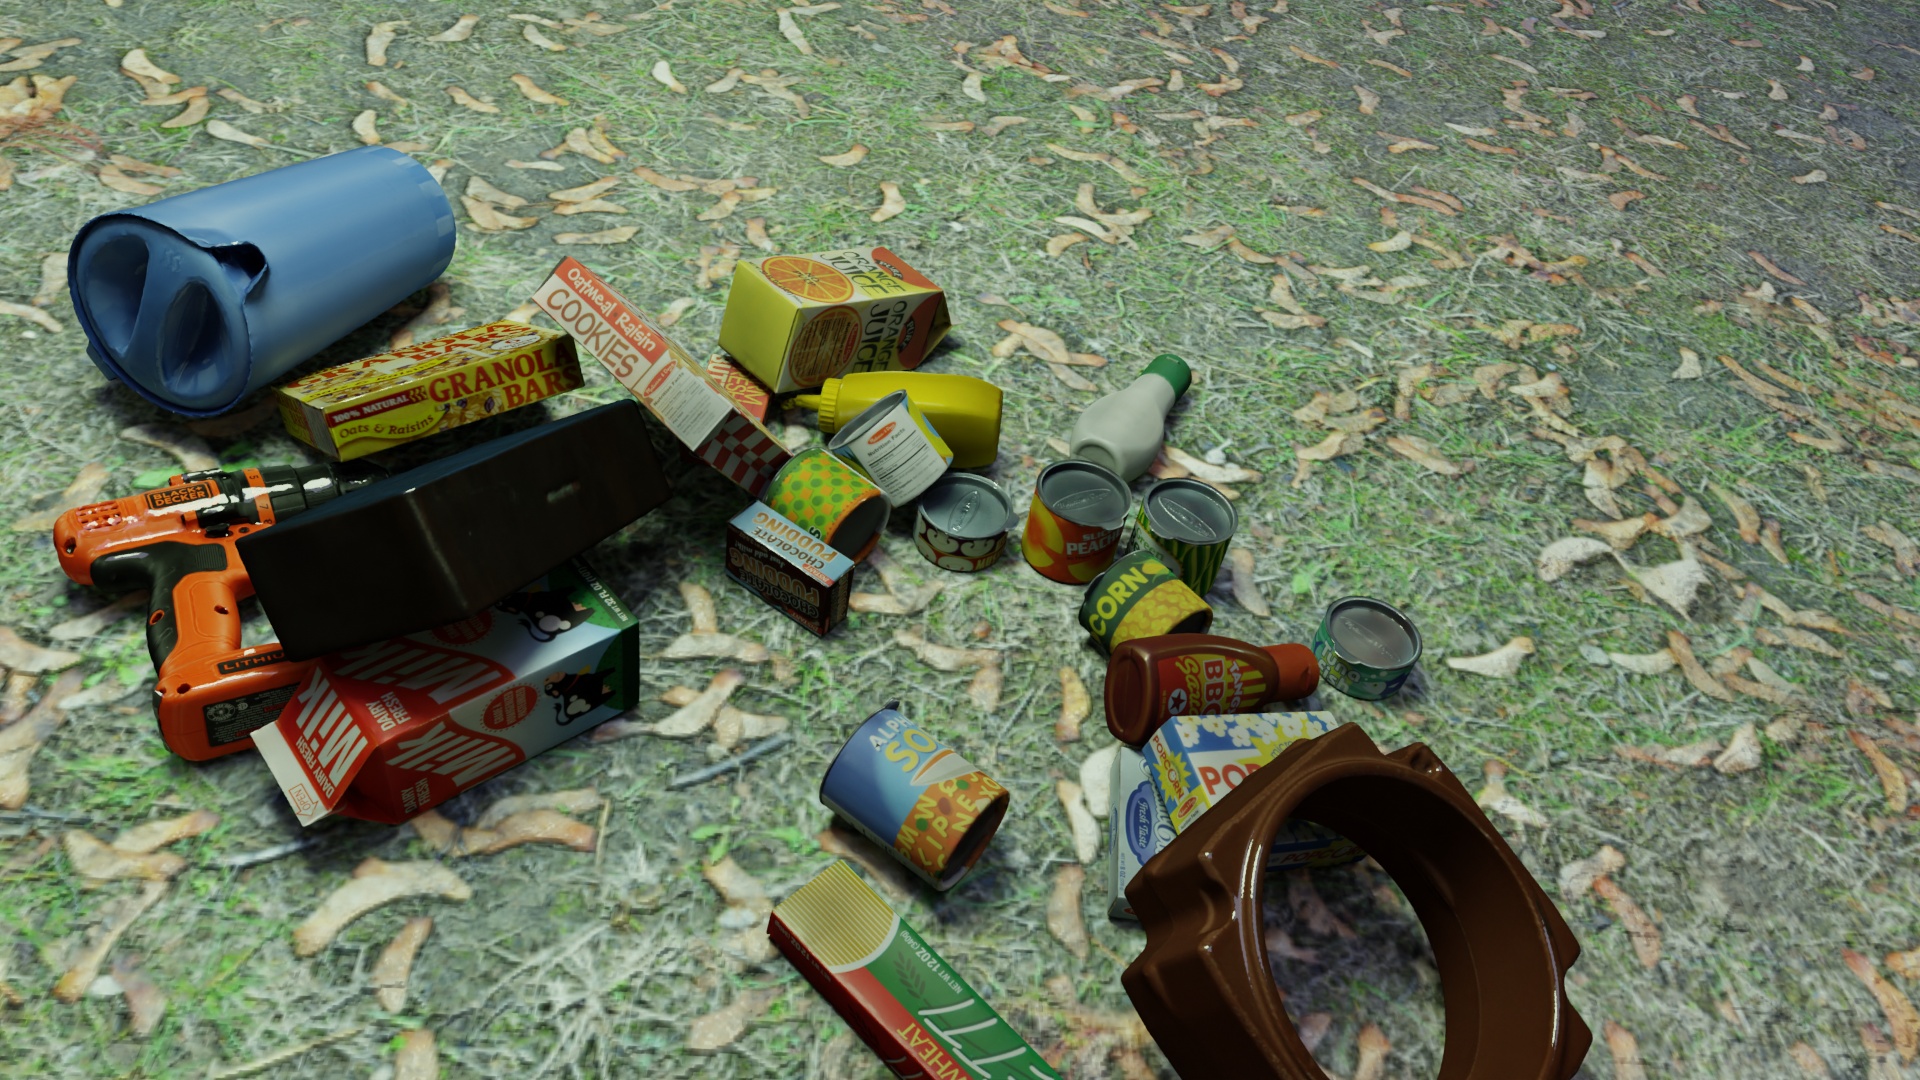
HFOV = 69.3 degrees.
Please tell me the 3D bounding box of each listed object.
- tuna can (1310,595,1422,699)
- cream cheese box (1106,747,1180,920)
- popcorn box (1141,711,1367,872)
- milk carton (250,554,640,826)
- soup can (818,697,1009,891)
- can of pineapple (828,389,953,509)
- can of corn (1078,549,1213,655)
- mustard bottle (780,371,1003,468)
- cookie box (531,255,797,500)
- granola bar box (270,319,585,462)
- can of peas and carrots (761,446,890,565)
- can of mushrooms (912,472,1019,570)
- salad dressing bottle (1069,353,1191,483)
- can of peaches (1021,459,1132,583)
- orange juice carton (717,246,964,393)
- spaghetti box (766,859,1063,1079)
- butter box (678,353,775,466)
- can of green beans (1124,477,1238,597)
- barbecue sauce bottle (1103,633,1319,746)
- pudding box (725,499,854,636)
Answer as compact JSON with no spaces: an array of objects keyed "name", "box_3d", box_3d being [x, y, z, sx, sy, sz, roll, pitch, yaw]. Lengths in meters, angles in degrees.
[{"name":"tuna can","box_3d":[0.268,0.072,0.924,0.071,0.032,0.071,7,43,-6]},{"name":"cream cheese box","box_3d":[0.113,0.169,0.793,0.053,0.024,0.104,11,43,-3]},{"name":"popcorn box","box_3d":[0.176,0.144,0.798,0.127,0.038,0.085,3,48,-30]},{"name":"milk carton","box_3d":[-0.275,0.085,0.755,0.191,0.073,0.072,-26,54,-33]},{"name":"soup can","box_3d":[-0.023,0.138,0.760,0.084,0.071,0.072,33,47,19]},{"name":"can of pineapple","box_3d":[-0.047,-0.062,0.950,0.057,0.071,0.071,53,43,-16]},{"name":"can of corn","box_3d":[0.118,0.049,0.887,0.071,0.070,0.058,-24,55,-33]},{"name":"mustard bottle","box_3d":[-0.050,-0.093,1.003,0.160,0.065,0.049,8,46,2]},{"name":"cookie box","box_3d":[-0.187,-0.103,0.904,0.168,0.122,0.040,42,90,22]},{"name":"granola bar box","box_3d":[-0.353,-0.103,0.924,0.166,0.039,0.124,-24,26,-33]},{"name":"can of peas and carrots","box_3d":[-0.090,-0.018,0.912,0.059,0.070,0.071,34,47,21]},{"name":"can of mushrooms","box_3d":[0.003,-0.012,0.950,0.071,0.033,0.071,7,43,-6]},{"name":"salad dressing bottle","box_3d":[0.134,-0.095,1.062,0.064,0.043,0.148,26,43,17]},{"name":"can of peaches","box_3d":[0.080,-0.011,0.950,0.071,0.057,0.071,7,43,-7]},{"name":"orange juice carton","box_3d":[-0.083,-0.172,1.054,0.072,0.072,0.193,40,36,27]},{"name":"spaghetti box","box_3d":[0.005,0.256,0.673,0.250,0.028,0.050,39,50,26]},{"name":"butter box","box_3d":[-0.166,-0.094,1.003,0.053,0.024,0.104,10,43,-2]},{"name":"can of green beans","box_3d":[0.150,-0.001,0.955,0.071,0.057,0.071,7,43,-6]},{"name":"barbecue sauce bottle","box_3d":[0.158,0.087,0.858,0.149,0.064,0.044,-3,13,-34]},{"name":"pudding box","box_3d":[-0.109,0.017,0.881,0.084,0.049,0.030,32,48,19]}]
